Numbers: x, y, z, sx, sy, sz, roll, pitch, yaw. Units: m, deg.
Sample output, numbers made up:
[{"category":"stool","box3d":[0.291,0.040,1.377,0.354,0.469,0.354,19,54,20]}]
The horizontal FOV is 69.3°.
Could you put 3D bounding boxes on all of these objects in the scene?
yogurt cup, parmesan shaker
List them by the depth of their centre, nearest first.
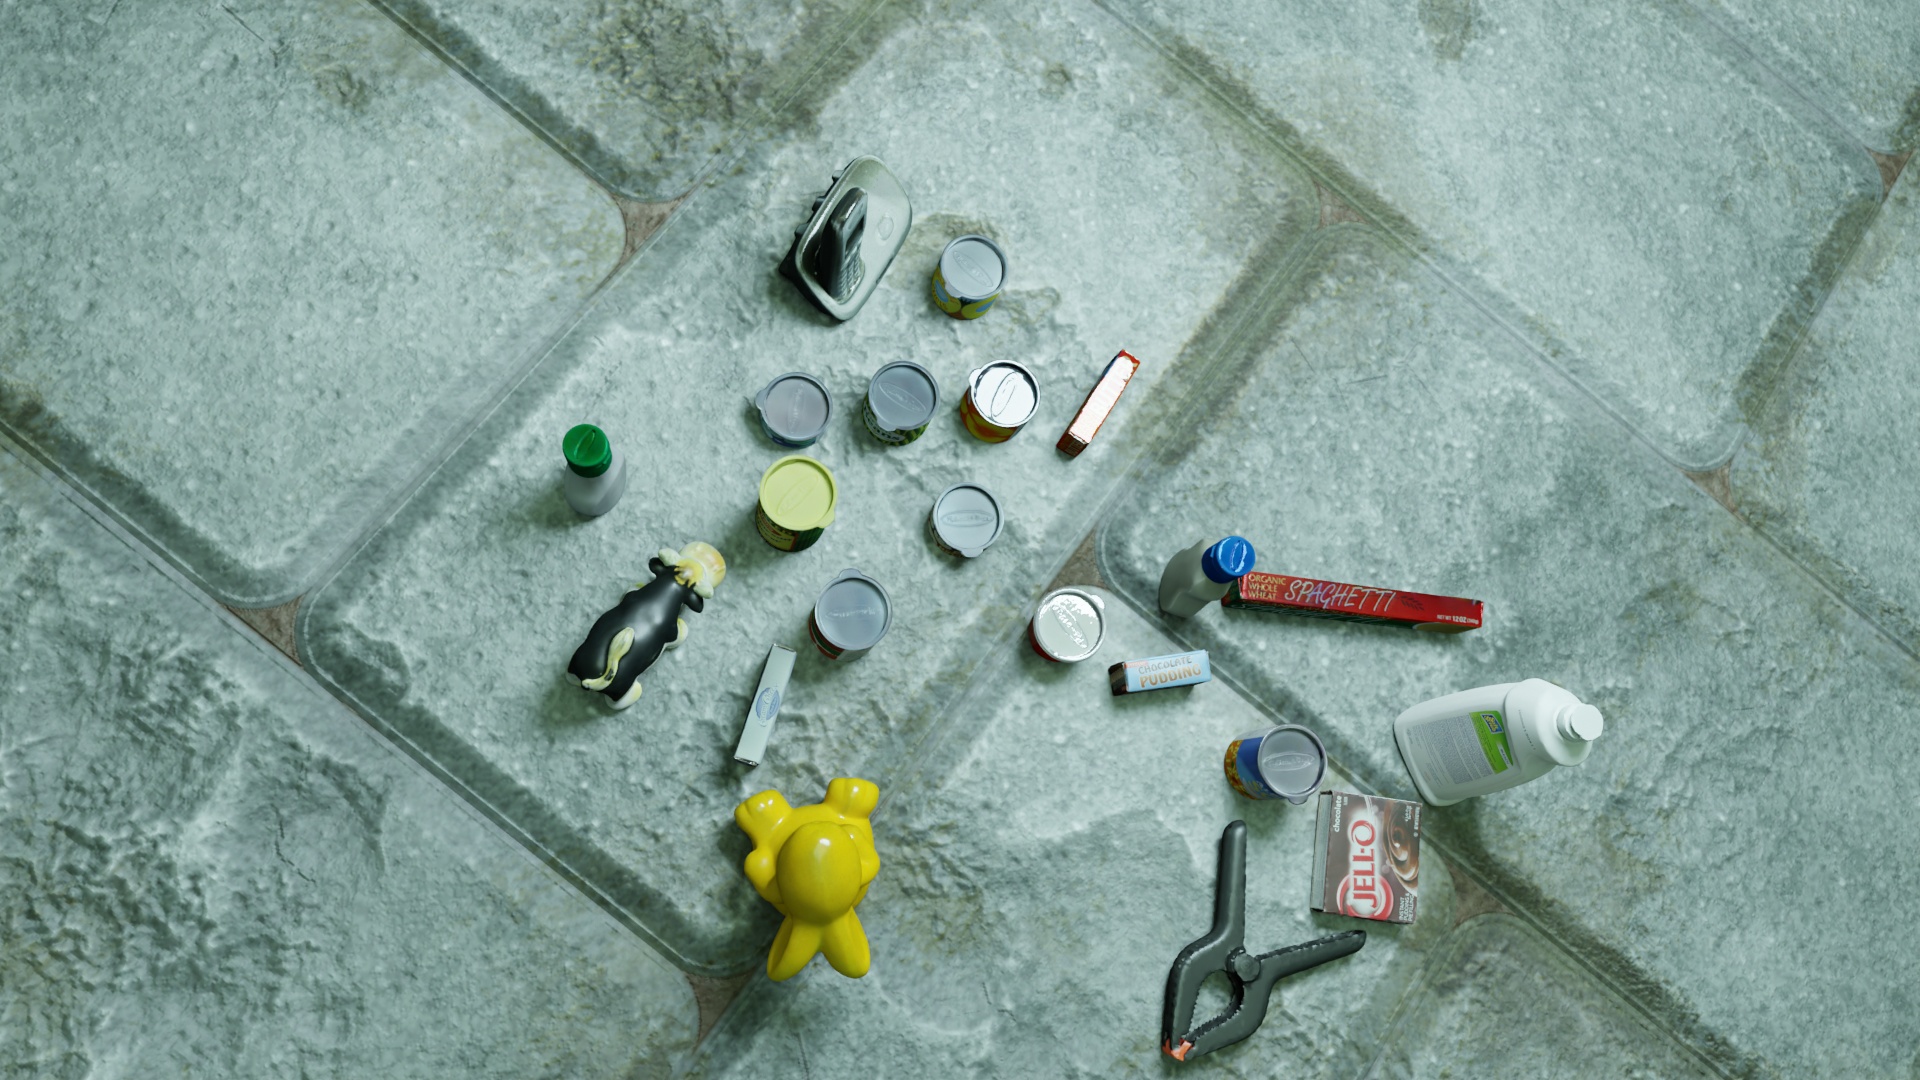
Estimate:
[{"category":"parmesan shaker","box3d":[-0.145,-0.028,1.225,0.071,0.103,0.071,2,77,-10]},{"category":"yogurt cup","box3d":[0.094,0.081,1.273,0.072,0.054,0.072,2,77,-11]}]

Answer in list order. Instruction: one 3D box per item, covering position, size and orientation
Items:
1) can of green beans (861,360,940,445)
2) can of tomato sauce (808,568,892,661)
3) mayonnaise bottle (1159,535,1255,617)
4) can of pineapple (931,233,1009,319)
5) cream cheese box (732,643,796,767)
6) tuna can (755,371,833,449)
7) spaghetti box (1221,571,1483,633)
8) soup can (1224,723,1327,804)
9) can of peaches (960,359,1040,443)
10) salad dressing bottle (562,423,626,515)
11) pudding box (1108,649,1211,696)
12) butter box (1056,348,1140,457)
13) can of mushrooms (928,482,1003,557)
[{"category":"can of green beans","box3d":[-0.056,-0.126,1.289,0.071,0.057,0.071,2,77,-11]},{"category":"can of tomato sauce","box3d":[-0.099,0.067,1.223,0.071,0.083,0.071,2,77,-11]},{"category":"mayonnaise bottle","box3d":[0.223,0.029,1.261,0.041,0.147,0.065,18,75,-7]},{"category":"can of pineapple","box3d":[0.007,-0.251,1.329,0.071,0.057,0.071,2,77,-11]},{"category":"cream cheese box","box3d":[-0.170,0.144,1.207,0.024,0.053,0.104,19,75,-6]},{"category":"tuna can","box3d":[-0.154,-0.120,1.281,0.071,0.032,0.071,2,77,-11]},{"category":"spaghetti box","box3d":[0.375,0.060,1.335,0.250,0.050,0.029,7,77,-9]},{"category":"soup can","box3d":[0.286,0.206,1.266,0.071,0.083,0.071,2,77,-11]},{"category":"can of peaches","box3d":[0.035,-0.131,1.308,0.071,0.058,0.071,2,77,-11]},{"category":"salad dressing bottle","box3d":[-0.312,-0.062,1.177,0.044,0.147,0.064,27,74,-4]},{"category":"pudding box","box3d":[0.184,0.123,1.283,0.084,0.049,0.030,-6,79,-12]},{"category":"butter box","box3d":[0.132,-0.130,1.329,0.024,0.053,0.104,34,73,-2]},{"category":"can of mushrooms","box3d":[0.005,-0.016,1.288,0.071,0.033,0.071,2,77,-11]}]
